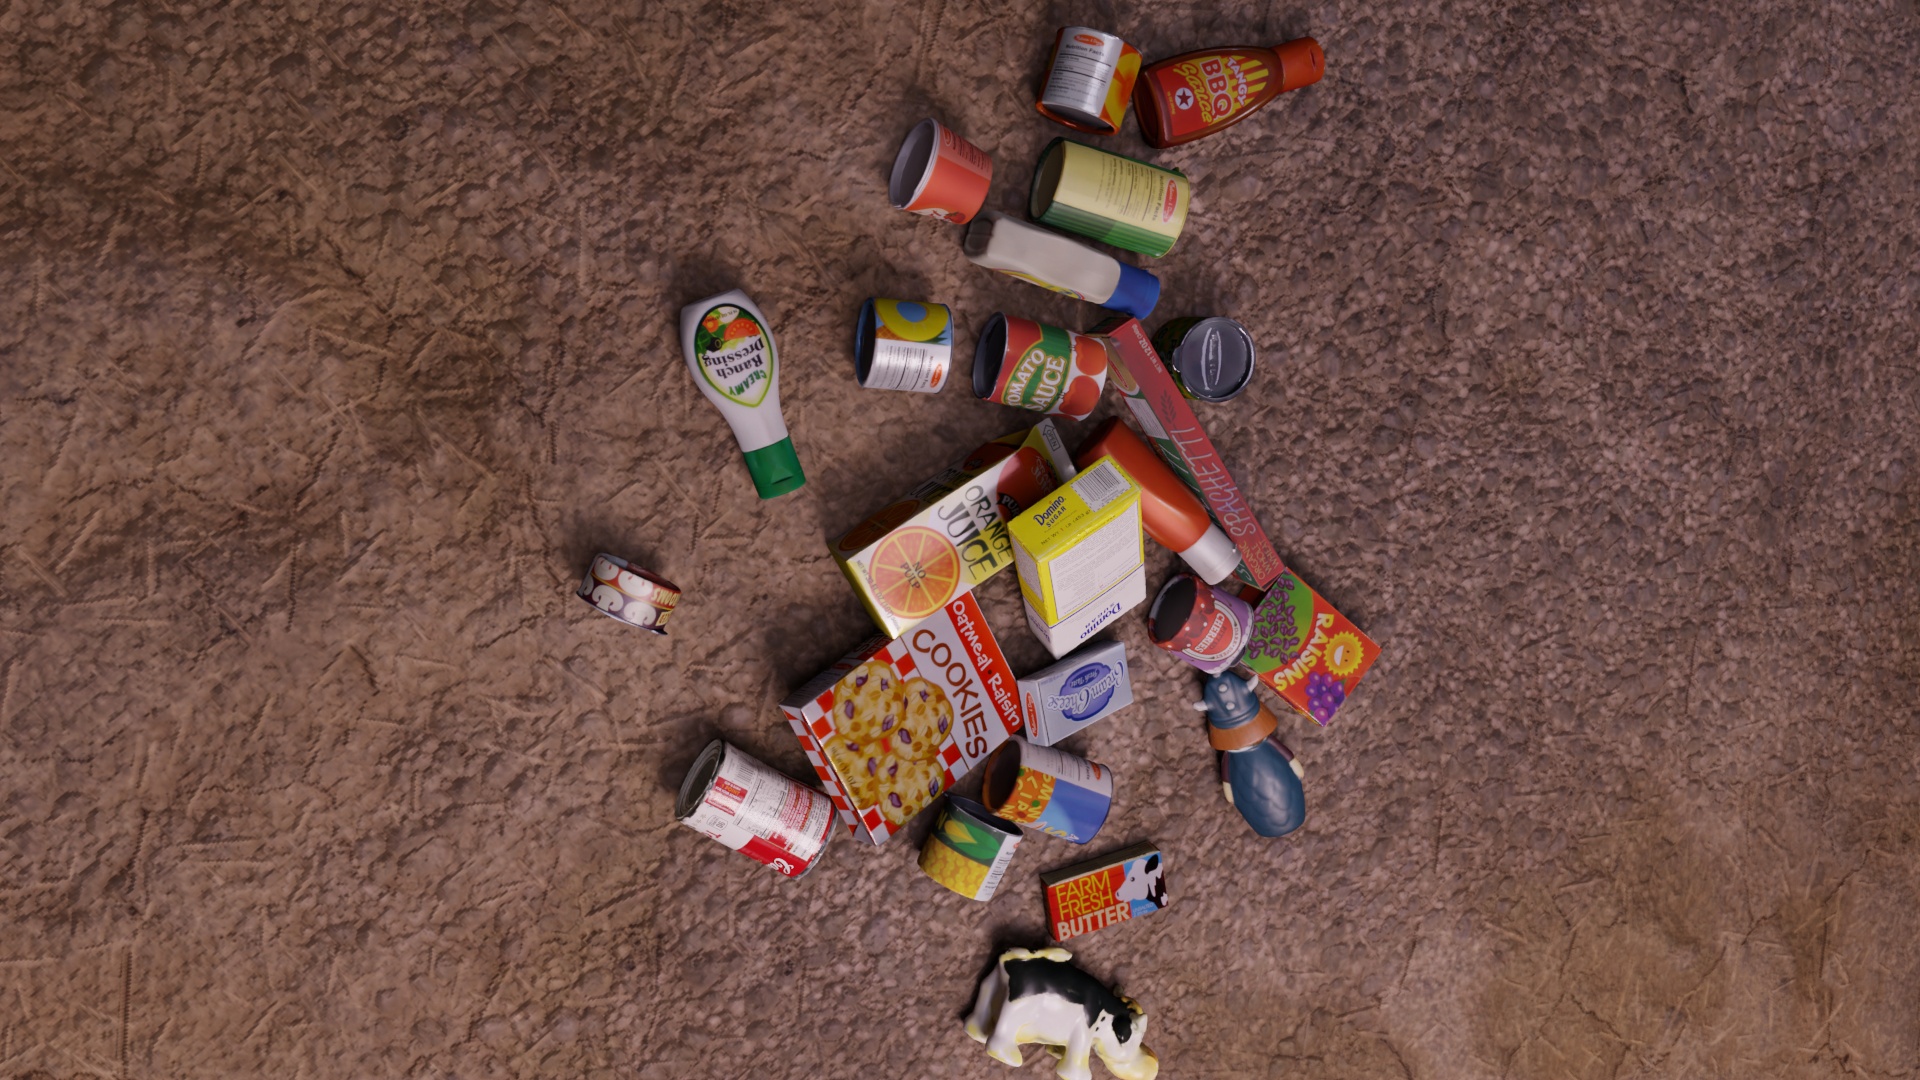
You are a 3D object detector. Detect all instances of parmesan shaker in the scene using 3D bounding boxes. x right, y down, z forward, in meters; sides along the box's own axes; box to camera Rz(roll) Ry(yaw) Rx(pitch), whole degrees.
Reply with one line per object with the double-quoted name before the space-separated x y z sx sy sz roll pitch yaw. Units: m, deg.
"parmesan shaker" 0.111 -0.259 1.040 0.103 0.071 0.071 12 95 -18

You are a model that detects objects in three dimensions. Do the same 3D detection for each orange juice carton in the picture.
"orange juice carton" 0.004 -0.013 1.040 0.193 0.073 0.071 -33 107 -11

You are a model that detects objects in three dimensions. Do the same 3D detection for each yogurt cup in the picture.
"yogurt cup" -0.013 -0.263 1.001 0.054 0.072 0.072 17 94 -27

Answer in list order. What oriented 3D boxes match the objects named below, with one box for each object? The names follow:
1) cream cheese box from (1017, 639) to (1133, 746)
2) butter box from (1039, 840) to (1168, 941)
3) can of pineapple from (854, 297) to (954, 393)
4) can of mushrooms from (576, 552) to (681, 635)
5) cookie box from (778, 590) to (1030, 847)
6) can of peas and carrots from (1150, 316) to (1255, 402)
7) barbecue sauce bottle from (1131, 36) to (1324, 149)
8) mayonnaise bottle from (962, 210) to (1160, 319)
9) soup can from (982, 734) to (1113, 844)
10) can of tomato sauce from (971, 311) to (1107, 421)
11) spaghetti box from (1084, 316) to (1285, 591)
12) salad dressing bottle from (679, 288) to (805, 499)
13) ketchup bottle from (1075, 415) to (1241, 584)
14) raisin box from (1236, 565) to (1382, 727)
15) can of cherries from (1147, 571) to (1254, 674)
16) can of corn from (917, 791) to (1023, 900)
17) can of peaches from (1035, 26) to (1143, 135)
"cream cheese box" 0.092 0.118 1.093 0.104 0.024 0.053 -20 105 -40
"butter box" 0.119 0.290 1.150 0.104 0.024 0.053 -14 102 -15
"can of pineapple" -0.042 -0.143 1.010 0.058 0.071 0.071 3 98 -18
"can of mushrooms" -0.230 0.037 0.976 0.071 0.071 0.033 27 89 -20
"cookie box" -0.037 0.127 1.040 0.168 0.040 0.122 -36 109 -29
"can of peas and carrots" 0.185 -0.142 1.085 0.071 0.059 0.070 -3 99 -16
"barbecue sauce bottle" 0.207 -0.351 1.067 0.149 0.044 0.064 -21 103 -14
"mayonnaise bottle" 0.079 -0.205 1.041 0.148 0.065 0.041 16 97 -23
"soup can" 0.067 0.199 1.098 0.084 0.071 0.071 22 92 -19
"can of tomato sauce" 0.059 -0.128 1.041 0.083 0.071 0.071 11 95 -19
"spaghetti box" 0.179 -0.067 1.099 0.029 0.050 0.249 -37 108 -8
"salad dressing bottle" -0.152 -0.103 0.991 0.064 0.044 0.147 -23 105 -14
"ketchup bottle" 0.156 -0.029 1.079 0.148 0.065 0.043 44 121 -8
"raisin box" 0.280 0.086 1.162 0.123 0.040 0.086 38 85 -20
"can of cherries" 0.193 0.066 1.113 0.058 0.071 0.071 28 90 -19
"can of corn" 0.005 0.239 1.085 0.071 0.071 0.058 26 91 -20
"can of peaches" 0.095 -0.337 1.023 0.071 0.071 0.058 16 94 -19
